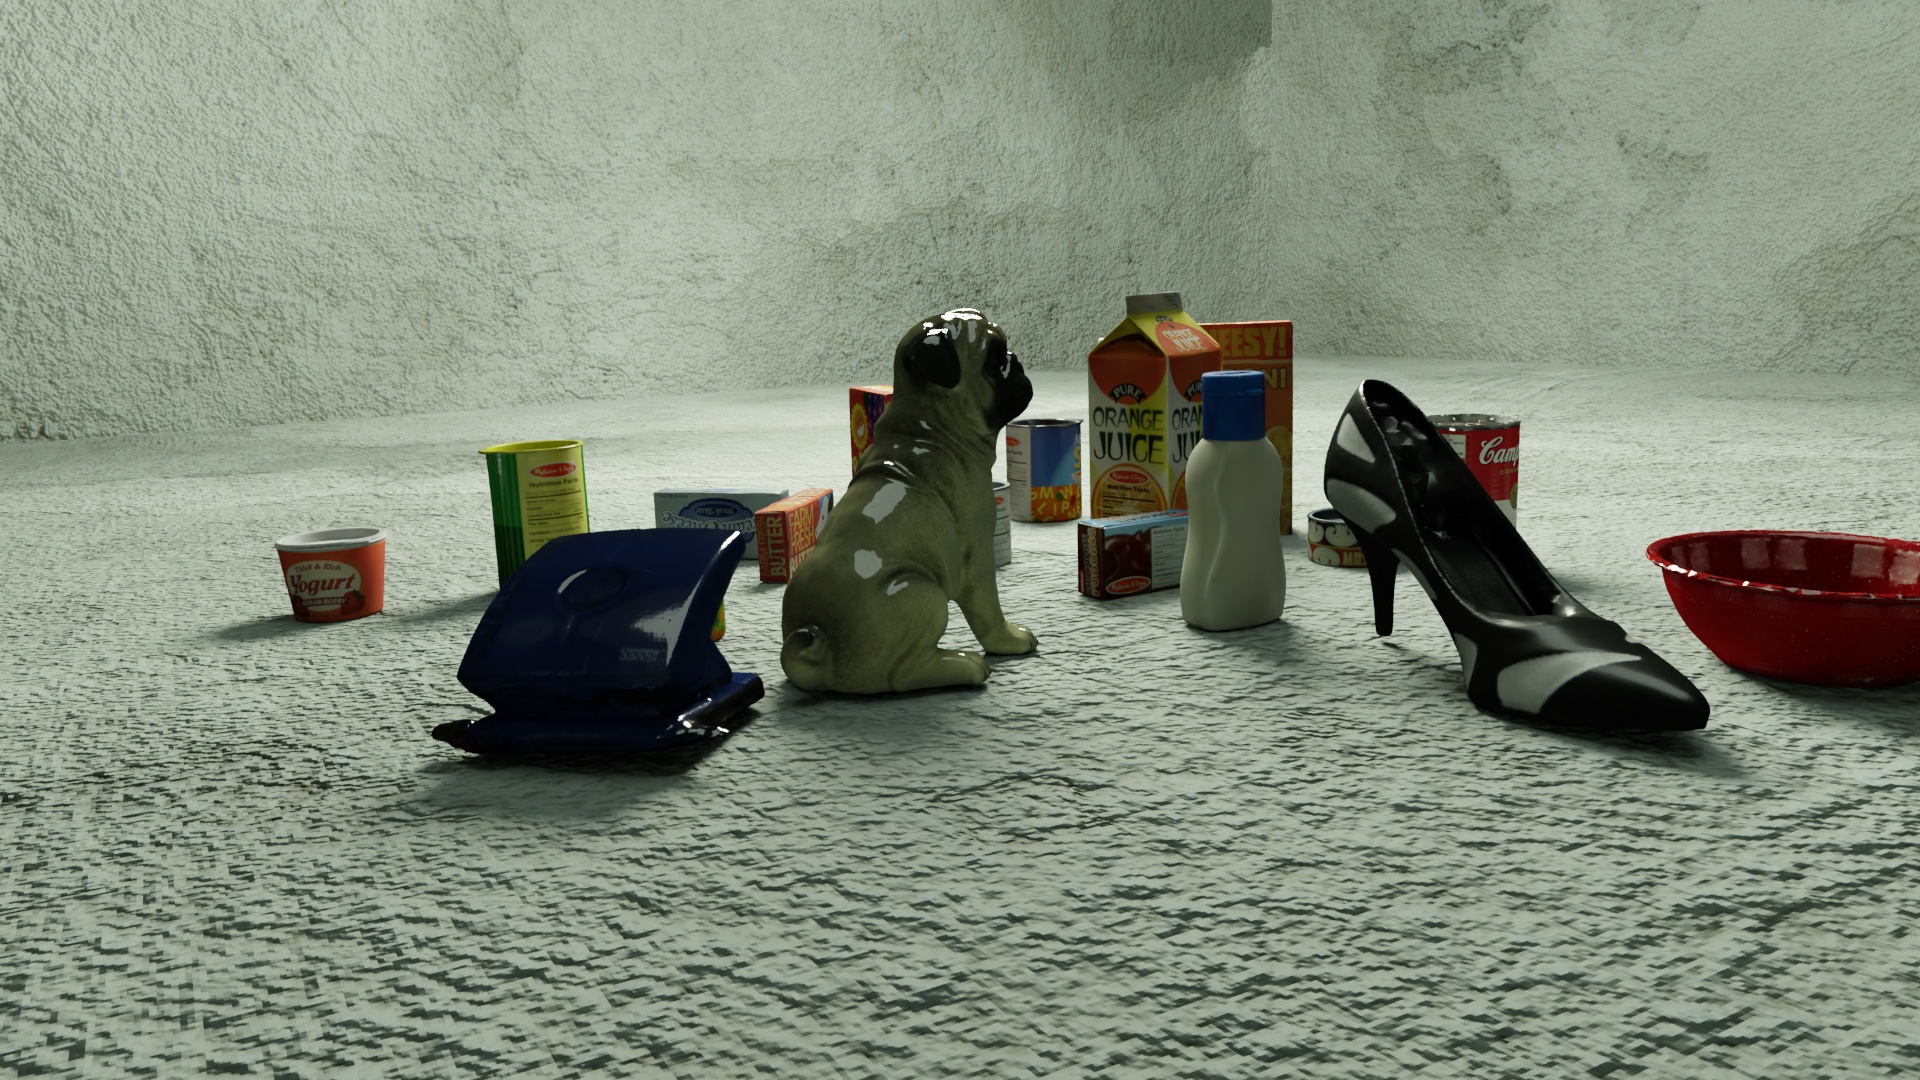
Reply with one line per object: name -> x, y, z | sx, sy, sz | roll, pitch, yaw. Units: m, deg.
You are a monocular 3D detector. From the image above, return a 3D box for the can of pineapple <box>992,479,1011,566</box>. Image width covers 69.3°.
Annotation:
can of pineapple -> 0.004, -0.013, 1.025 | 0.071, 0.057, 0.071 | -2, 10, 0

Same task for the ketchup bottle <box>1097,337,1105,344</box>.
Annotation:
ketchup bottle -> 0.148, -0.115, 1.294 | 0.043, 0.148, 0.065 | 3, 11, 25

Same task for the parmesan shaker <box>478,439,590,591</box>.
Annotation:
parmesan shaker -> -0.297, -0.016, 0.972 | 0.071, 0.103, 0.071 | -2, 10, 0

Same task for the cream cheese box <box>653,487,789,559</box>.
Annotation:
cream cheese box -> -0.183, -0.013, 1.072 | 0.104, 0.053, 0.024 | 0, 10, 12

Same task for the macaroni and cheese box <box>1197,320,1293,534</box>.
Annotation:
macaroni and cheese box -> 0.199, -0.089, 1.100 | 0.124, 0.166, 0.040 | -1, 10, 8

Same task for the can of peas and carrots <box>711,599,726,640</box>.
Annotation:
can of peas and carrots -> -0.174, 0.030, 0.826 | 0.071, 0.058, 0.071 | -2, 10, 0

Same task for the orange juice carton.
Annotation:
orange juice carton -> 0.141, -0.083, 1.008 | 0.073, 0.192, 0.072 | 7, 14, 42

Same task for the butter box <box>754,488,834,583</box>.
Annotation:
butter box -> -0.119, -0.005, 1.018 | 0.024, 0.053, 0.104 | 1, 11, 15

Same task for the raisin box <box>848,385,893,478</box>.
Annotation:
raisin box -> -0.056, -0.061, 1.114 | 0.040, 0.123, 0.086 | -6, 11, -22

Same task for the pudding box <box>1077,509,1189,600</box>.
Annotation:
pudding box -> 0.118, 0.008, 0.916 | 0.084, 0.049, 0.030 | -8, 12, -31

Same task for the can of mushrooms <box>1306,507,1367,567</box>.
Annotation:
can of mushrooms -> 0.281, -0.003, 0.986 | 0.071, 0.033, 0.071 | -2, 11, 0

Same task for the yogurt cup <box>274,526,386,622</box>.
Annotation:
yogurt cup -> -0.416, 0.023, 0.923 | 0.072, 0.053, 0.072 | -2, 10, 0

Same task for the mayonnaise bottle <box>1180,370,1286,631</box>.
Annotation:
mayonnaise bottle -> 0.160, -0.024, 0.813 | 0.065, 0.147, 0.041 | -8, 12, -29

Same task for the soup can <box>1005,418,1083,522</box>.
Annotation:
soup can -> 0.075, -0.062, 1.203 | 0.071, 0.083, 0.071 | -2, 10, 0
